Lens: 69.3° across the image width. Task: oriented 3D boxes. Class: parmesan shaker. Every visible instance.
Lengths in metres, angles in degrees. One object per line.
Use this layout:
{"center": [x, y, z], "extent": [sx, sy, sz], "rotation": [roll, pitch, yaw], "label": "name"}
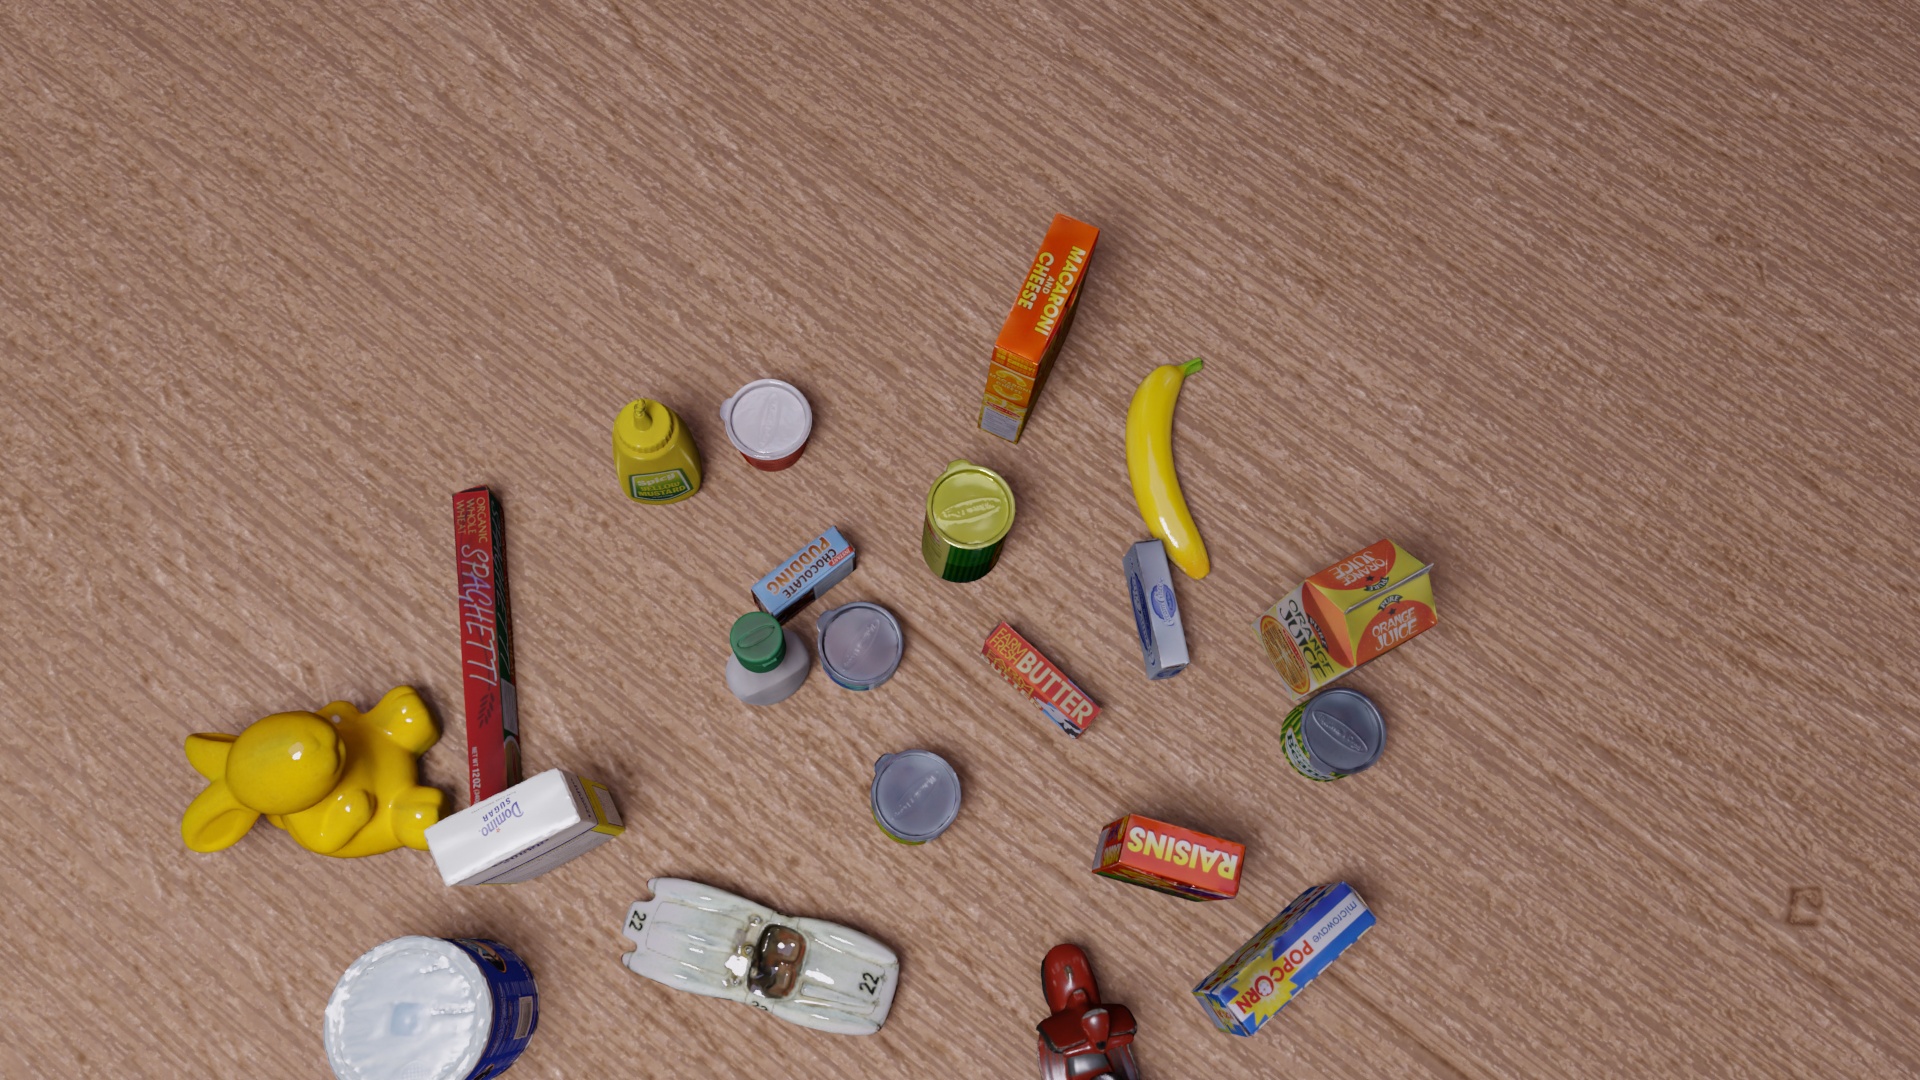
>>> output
{"center": [0.004, -0.014, 1.078], "extent": [0.071, 0.102, 0.071], "rotation": [1, 73, -4], "label": "parmesan shaker"}

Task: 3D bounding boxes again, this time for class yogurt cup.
{"center": [-0.153, -0.089, 1.116], "extent": [0.072, 0.053, 0.072], "rotation": [1, 73, -4], "label": "yogurt cup"}

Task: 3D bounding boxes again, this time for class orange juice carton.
{"center": [0.286, 0.058, 1.030], "extent": [0.072, 0.192, 0.073], "rotation": [-25, 77, -11], "label": "orange juice carton"}

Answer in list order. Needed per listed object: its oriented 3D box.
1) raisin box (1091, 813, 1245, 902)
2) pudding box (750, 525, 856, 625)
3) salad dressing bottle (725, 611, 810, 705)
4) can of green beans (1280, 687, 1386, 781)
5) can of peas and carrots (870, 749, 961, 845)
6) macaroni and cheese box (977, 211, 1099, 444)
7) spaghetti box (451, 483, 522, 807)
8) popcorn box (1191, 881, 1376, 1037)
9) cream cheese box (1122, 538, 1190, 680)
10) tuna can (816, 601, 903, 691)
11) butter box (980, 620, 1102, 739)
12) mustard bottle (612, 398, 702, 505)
{"center": [0.147, 0.231, 1.003], "extent": [0.086, 0.123, 0.040], "rotation": [16, 73, 1], "label": "raisin box"}
{"center": [-0.122, 0.029, 1.084], "extent": [0.084, 0.049, 0.030], "rotation": [-38, 79, -14], "label": "pudding box"}
{"center": [-0.143, 0.086, 1.014], "extent": [0.064, 0.147, 0.044], "rotation": [-28, 77, -11], "label": "salad dressing bottle"}
{"center": [0.286, 0.151, 1.072], "extent": [0.071, 0.057, 0.071], "rotation": [1, 73, -4], "label": "can of green beans"}
{"center": [-0.036, 0.191, 1.036], "extent": [0.071, 0.058, 0.071], "rotation": [1, 73, -4], "label": "can of peas and carrots"}
{"center": [0.060, -0.163, 1.095], "extent": [0.040, 0.166, 0.124], "rotation": [24, 73, 3], "label": "macaroni and cheese box"}
{"center": [-0.357, 0.083, 1.051], "extent": [0.029, 0.050, 0.250], "rotation": [-8, 74, -6], "label": "spaghetti box"}
{"center": [0.233, 0.302, 1.008], "extent": [0.127, 0.085, 0.038], "rotation": [-37, 79, -13], "label": "popcorn box"}
{"center": [0.153, 0.055, 1.094], "extent": [0.024, 0.053, 0.104], "rotation": [-9, 74, -6], "label": "cream cheese box"}
{"center": [-0.080, 0.082, 1.080], "extent": [0.071, 0.032, 0.071], "rotation": [1, 73, -4], "label": "tuna can"}
{"center": [0.061, 0.109, 1.071], "extent": [0.103, 0.053, 0.024], "rotation": [42, 75, 8], "label": "butter box"}
{"center": [-0.234, -0.071, 1.049], "extent": [0.065, 0.159, 0.049], "rotation": [-9, 75, -7], "label": "mustard bottle"}
